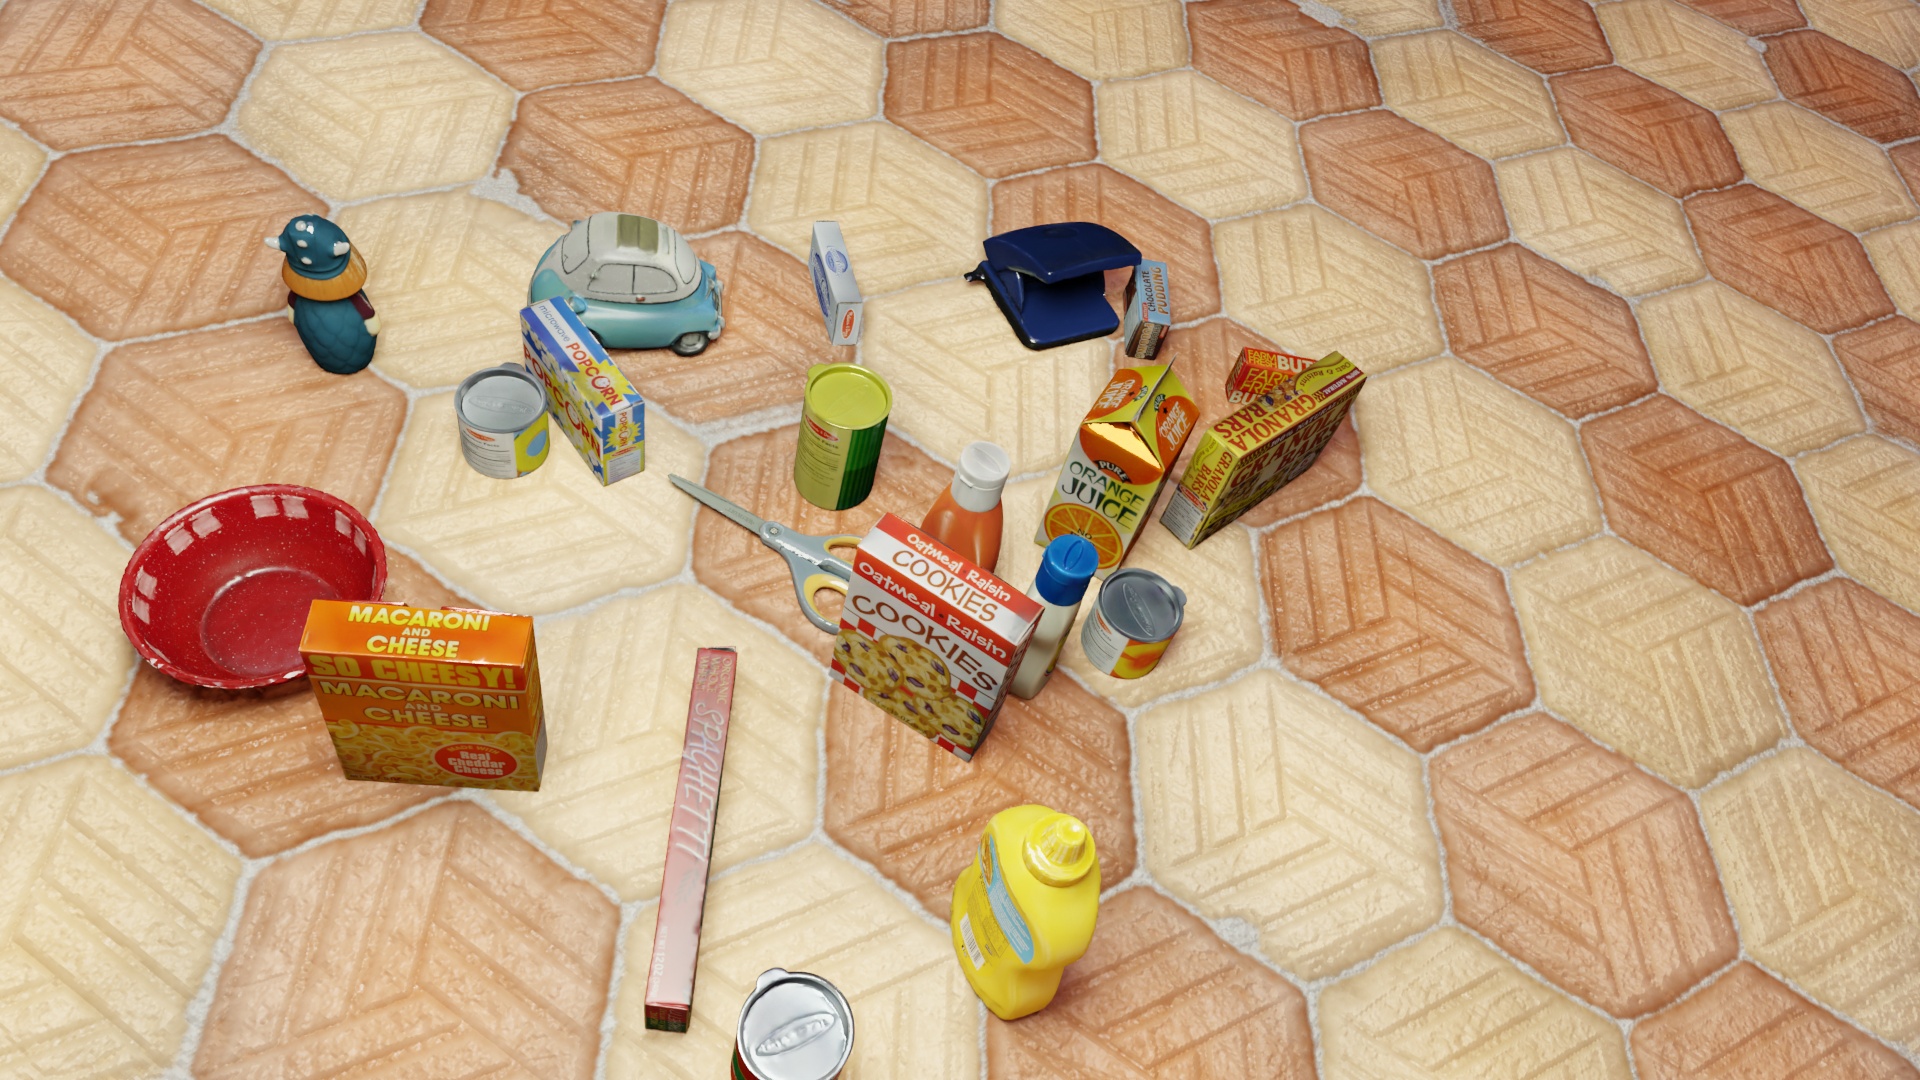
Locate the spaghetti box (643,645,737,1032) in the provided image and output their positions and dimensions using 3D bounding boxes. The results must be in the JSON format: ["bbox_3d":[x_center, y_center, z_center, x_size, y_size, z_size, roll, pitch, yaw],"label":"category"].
[{"bbox_3d":[-0.173,0.185,0.900,0.029,0.050,0.251,7,53,-8],"label":"spaghetti box"}]

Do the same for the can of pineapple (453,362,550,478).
[{"bbox_3d":[-0.346,-0.090,1.056,0.071,0.057,0.071,7,53,-9],"label":"can of pineapple"}]

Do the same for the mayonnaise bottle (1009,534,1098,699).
[{"bbox_3d":[0.063,0.053,0.991,0.041,0.147,0.065,26,53,6],"label":"mayonnaise bottle"}]

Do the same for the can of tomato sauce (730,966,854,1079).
[{"bbox_3d":[-0.101,0.297,0.813,0.071,0.082,0.071,7,53,-9],"label":"can of tomato sauce"}]

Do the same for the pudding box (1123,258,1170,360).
[{"bbox_3d":[0.170,-0.213,1.274,0.030,0.049,0.084,8,53,-7],"label":"pudding box"}]

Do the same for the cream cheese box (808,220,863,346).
[{"bbox_3d":[-0.110,-0.225,1.215,0.024,0.053,0.104,-6,56,-18],"label":"cream cheese box"}]

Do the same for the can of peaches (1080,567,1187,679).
[{"bbox_3d":[0.132,0.063,1.057,0.071,0.057,0.071,7,53,-9],"label":"can of peaches"}]

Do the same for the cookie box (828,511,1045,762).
[{"bbox_3d":[-0.021,0.069,0.948,0.123,0.166,0.040,31,54,10],"label":"cookie box"}]

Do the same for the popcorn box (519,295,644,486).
[{"bbox_3d":[-0.291,-0.116,1.071,0.038,0.084,0.127,-28,65,-29],"label":"popcorn box"}]

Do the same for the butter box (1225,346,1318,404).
[{"bbox_3d":[0.295,-0.141,1.249,0.103,0.052,0.024,10,53,-6],"label":"butter box"}]

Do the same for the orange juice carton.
[{"bbox_3d":[0.123,-0.059,1.060,0.073,0.191,0.072,30,53,9],"label":"orange juice carton"}]

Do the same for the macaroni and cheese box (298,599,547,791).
[{"bbox_3d":[-0.324,0.098,0.854,0.124,0.165,0.040,5,54,-10],"label":"macaroni and cheese box"}]

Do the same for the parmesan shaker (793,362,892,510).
[{"bbox_3d":[-0.095,-0.081,1.081,0.071,0.102,0.071,7,53,-9],"label":"parmesan shaker"}]

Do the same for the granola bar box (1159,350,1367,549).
[{"bbox_3d":[0.249,-0.074,1.144,0.166,0.123,0.039,-31,66,-30],"label":"granola bar box"}]

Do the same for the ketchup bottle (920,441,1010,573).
[{"bbox_3d":[0.004,-0.013,1.025,0.065,0.148,0.044,40,56,16],"label":"ketchup bottle"}]
